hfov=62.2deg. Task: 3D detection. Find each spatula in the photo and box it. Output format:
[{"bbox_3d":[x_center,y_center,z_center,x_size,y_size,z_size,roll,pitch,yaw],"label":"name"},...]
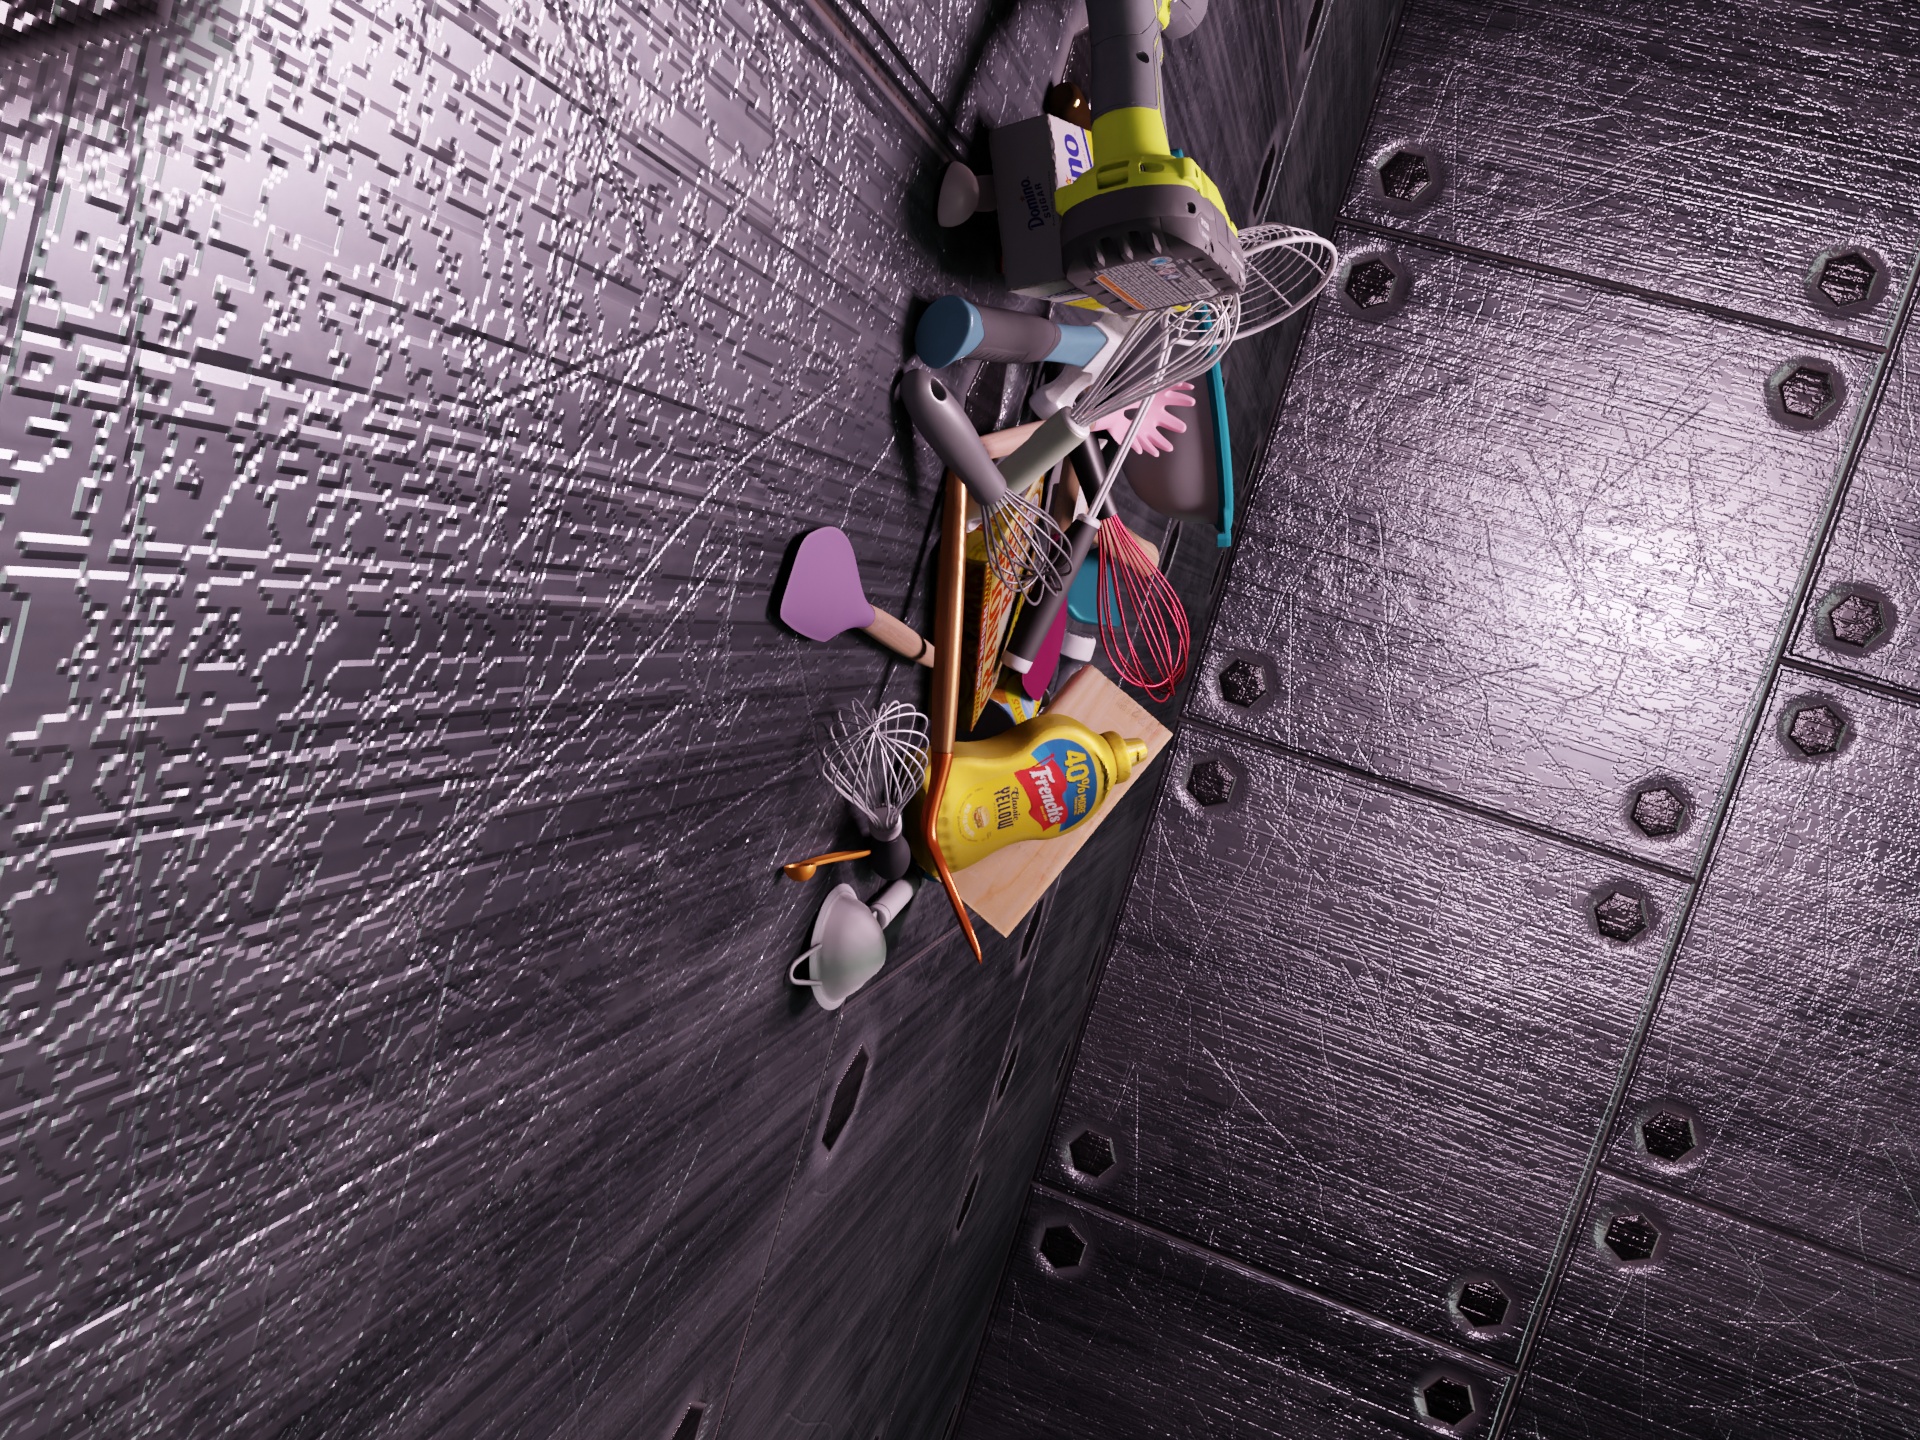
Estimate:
[{"bbox_3d":[-0.051,-0.061,0.951,0.315,0.018,0.060,29,79,-77],"label":"spatula"},{"bbox_3d":[0.089,-0.117,1.421,0.317,0.044,0.082,-18,101,-73],"label":"spatula"},{"bbox_3d":[-0.002,-0.003,1.046,0.081,0.041,0.322,-140,-128,-80],"label":"spatula"}]

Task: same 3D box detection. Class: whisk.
[{"bbox_3d":[-0.052,0.057,1.041,0.284,0.070,0.070,91,21,-68],"label":"whisk"},{"bbox_3d":[0.119,-0.145,1.250,0.073,0.073,0.295,-55,130,-53],"label":"whisk"},{"bbox_3d":[0.016,-0.139,0.973,0.238,0.055,0.055,47,60,-57],"label":"whisk"},{"bbox_3d":[0.077,-0.193,0.996,0.246,0.059,0.057,-36,163,33],"label":"whisk"},{"bbox_3d":[0.095,-0.382,1.094,0.245,0.051,0.047,8,79,-73],"label":"whisk"}]

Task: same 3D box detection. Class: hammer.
[{"bbox_3d":[0.049,0.008,1.447,0.409,0.036,0.149,-28,136,-72],"label":"hammer"},{"bbox_3d":[0.048,-0.242,1.016,0.128,0.033,0.331,-46,173,22],"label":"hammer"},{"bbox_3d":[0.135,-0.173,1.460,0.331,0.031,0.130,7,92,-71],"label":"hammer"}]

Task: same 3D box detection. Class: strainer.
[{"bbox_3d":[0.177,-0.328,1.425,0.211,0.095,0.340,-85,165,-66],"label":"strainer"},{"bbox_3d":[-0.061,0.144,1.155,0.258,0.050,0.087,-39,131,-74],"label":"strainer"}]

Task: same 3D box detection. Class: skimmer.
[{"bbox_3d":[0.142,-0.186,1.133,0.127,0.090,0.363,11,108,-63],"label":"skimmer"}]

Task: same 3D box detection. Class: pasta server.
[{"bbox_3d":[0.085,-0.208,1.138,0.316,0.040,0.060,-27,140,-54],"label":"pasta server"}]

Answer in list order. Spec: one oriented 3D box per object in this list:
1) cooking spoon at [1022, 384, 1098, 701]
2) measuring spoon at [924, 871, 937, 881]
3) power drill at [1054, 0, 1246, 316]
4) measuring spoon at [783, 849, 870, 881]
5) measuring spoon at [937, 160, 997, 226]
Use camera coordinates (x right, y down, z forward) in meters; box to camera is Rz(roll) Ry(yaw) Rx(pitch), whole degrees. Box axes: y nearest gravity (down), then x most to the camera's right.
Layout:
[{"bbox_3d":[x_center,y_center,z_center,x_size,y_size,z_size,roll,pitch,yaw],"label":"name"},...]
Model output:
[{"bbox_3d":[0.082,-0.167,1.256,0.068,0.017,0.319,44,54,-59],"label":"cooking spoon"},{"bbox_3d":[0.012,0.087,1.339,0.128,0.021,0.042,-57,168,16],"label":"measuring spoon"},{"bbox_3d":[0.103,-0.349,0.878,0.190,0.080,0.228,0,85,-66],"label":"power drill"},{"bbox_3d":[-0.082,0.091,1.004,0.117,0.021,0.011,-2,88,-72],"label":"measuring spoon"},{"bbox_3d":[0.014,-0.295,0.895,0.124,0.018,0.034,-46,152,-65],"label":"measuring spoon"}]
